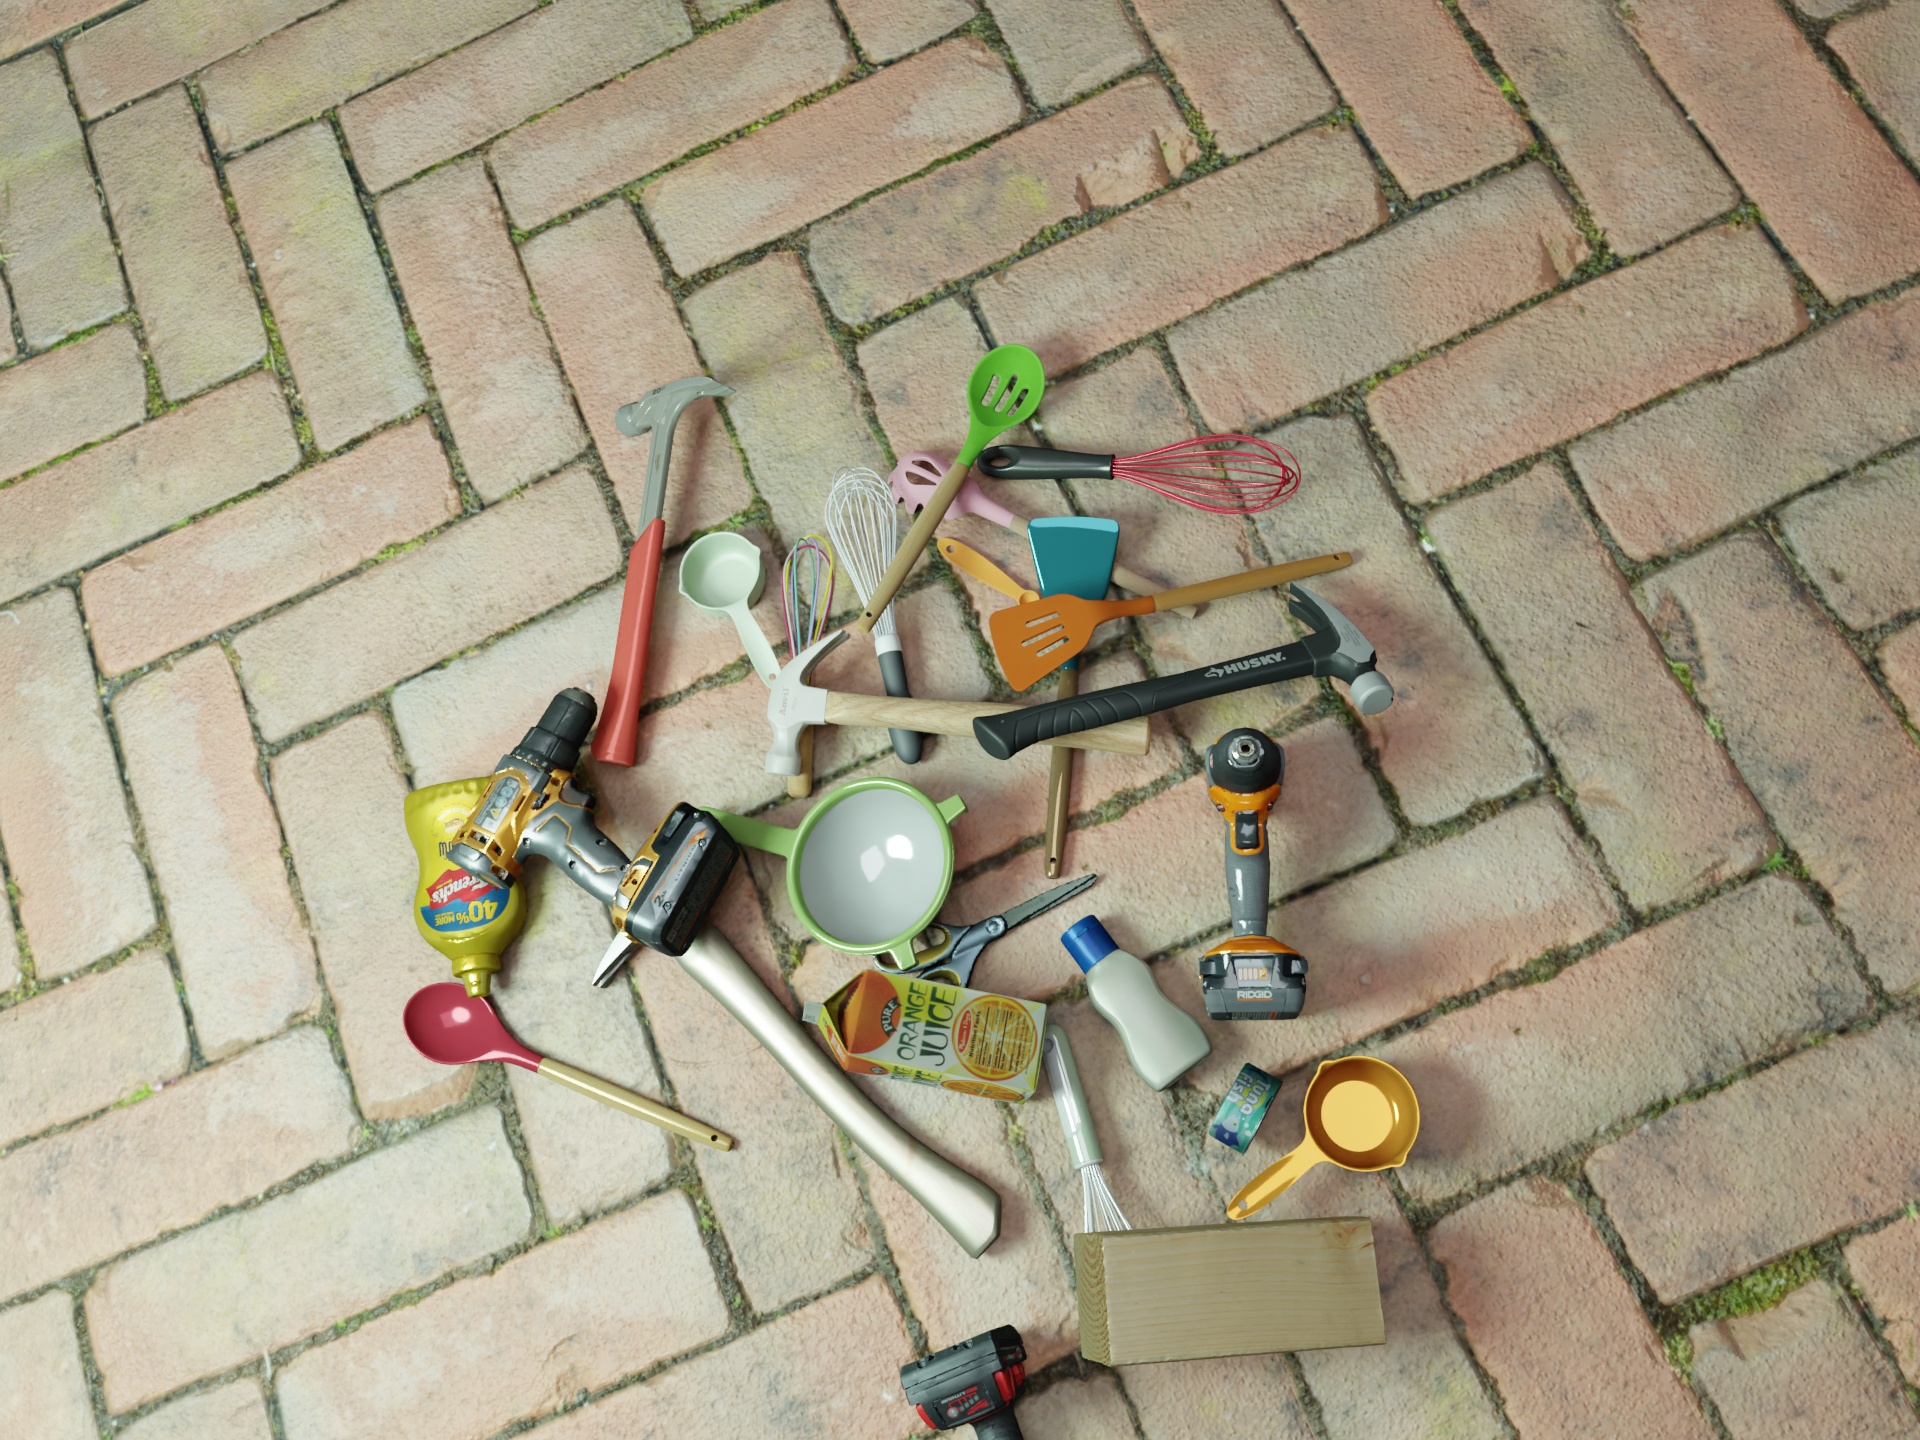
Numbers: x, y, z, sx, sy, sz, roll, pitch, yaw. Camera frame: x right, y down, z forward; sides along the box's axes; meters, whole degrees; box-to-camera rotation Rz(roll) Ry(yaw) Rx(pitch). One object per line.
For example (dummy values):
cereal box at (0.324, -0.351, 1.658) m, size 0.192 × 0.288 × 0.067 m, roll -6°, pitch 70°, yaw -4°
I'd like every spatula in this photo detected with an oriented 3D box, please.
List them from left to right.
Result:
spatula at (0.090, -0.021, 1.383) m, size 0.082 × 0.044 × 0.318 m, roll 2°, pitch 75°, yaw 10°
spatula at (0.186, -0.101, 1.371) m, size 0.322 × 0.041 × 0.081 m, roll -13°, pitch 63°, yaw -11°

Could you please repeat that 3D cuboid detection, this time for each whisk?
whisk at (-0.139, -0.052, 1.431) m, size 0.047 × 0.051 × 0.245 m, roll 0°, pitch 77°, yaw 3°
whisk at (-0.070, -0.097, 1.429) m, size 0.070 × 0.070 × 0.285 m, roll -14°, pitch 77°, yaw 5°
whisk at (0.104, 0.362, 1.268) m, size 0.058 × 0.059 × 0.247 m, roll -33°, pitch 62°, yaw 36°
whisk at (0.156, -0.226, 1.428) m, size 0.296 × 0.073 × 0.073 m, roll 6°, pitch 75°, yaw 17°

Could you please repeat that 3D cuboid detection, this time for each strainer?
strainer at (-0.113, 0.118, 1.370) m, size 0.256 × 0.069 × 0.151 m, roll 13°, pitch 78°, yaw 25°

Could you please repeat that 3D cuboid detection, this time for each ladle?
ladle at (-0.337, 0.305, 1.366) m, size 0.315 × 0.031 × 0.069 m, roll 20°, pitch 70°, yaw 12°

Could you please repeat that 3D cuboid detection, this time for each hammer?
hammer at (-0.285, -0.136, 1.458) m, size 0.149 × 0.036 × 0.359 m, roll -5°, pitch 75°, yaw 43°
hammer at (-0.131, 0.297, 1.330) m, size 0.411 × 0.038 × 0.146 m, roll 41°, pitch 85°, yaw 17°
hammer at (-0.002, -0.004, 1.366) m, size 0.331 × 0.031 × 0.130 m, roll 5°, pitch 85°, yaw 9°
hammer at (0.174, -0.028, 1.318) m, size 0.334 × 0.035 × 0.146 m, roll -14°, pitch 45°, yaw -6°

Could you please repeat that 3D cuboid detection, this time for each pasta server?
pasta server at (0.072, -0.166, 1.440) m, size 0.316 × 0.040 × 0.060 m, roll 28°, pitch 80°, yaw 12°

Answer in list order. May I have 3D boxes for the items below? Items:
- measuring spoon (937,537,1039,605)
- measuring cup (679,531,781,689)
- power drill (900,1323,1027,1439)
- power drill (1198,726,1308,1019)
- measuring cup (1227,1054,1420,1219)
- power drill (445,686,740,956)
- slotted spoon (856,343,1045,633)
measuring spoon at (0.025, -0.133, 1.446) m, size 0.117 × 0.011 × 0.021 m, roll 36°, pitch 83°, yaw 20°
measuring cup at (-0.197, -0.094, 1.456) m, size 0.083 × 0.038 × 0.168 m, roll -28°, pitch 73°, yaw 0°
power drill at (0.036, 0.568, 1.168) m, size 0.078 × 0.143 × 0.220 m, roll -24°, pitch 69°, yaw 4°
power drill at (0.228, 0.118, 1.258) m, size 0.084 × 0.164 × 0.227 m, roll -2°, pitch 76°, yaw 9°
measuring cup at (0.279, 0.334, 1.245) m, size 0.173 × 0.052 × 0.095 m, roll -37°, pitch 72°, yaw -1°
power drill at (-0.303, 0.082, 1.358) m, size 0.226 × 0.084 × 0.185 m, roll 21°, pitch 72°, yaw 18°
slotted spoon at (-0.013, -0.208, 1.422) m, size 0.070 × 0.031 × 0.314 m, roll 26°, pitch 71°, yaw 10°
